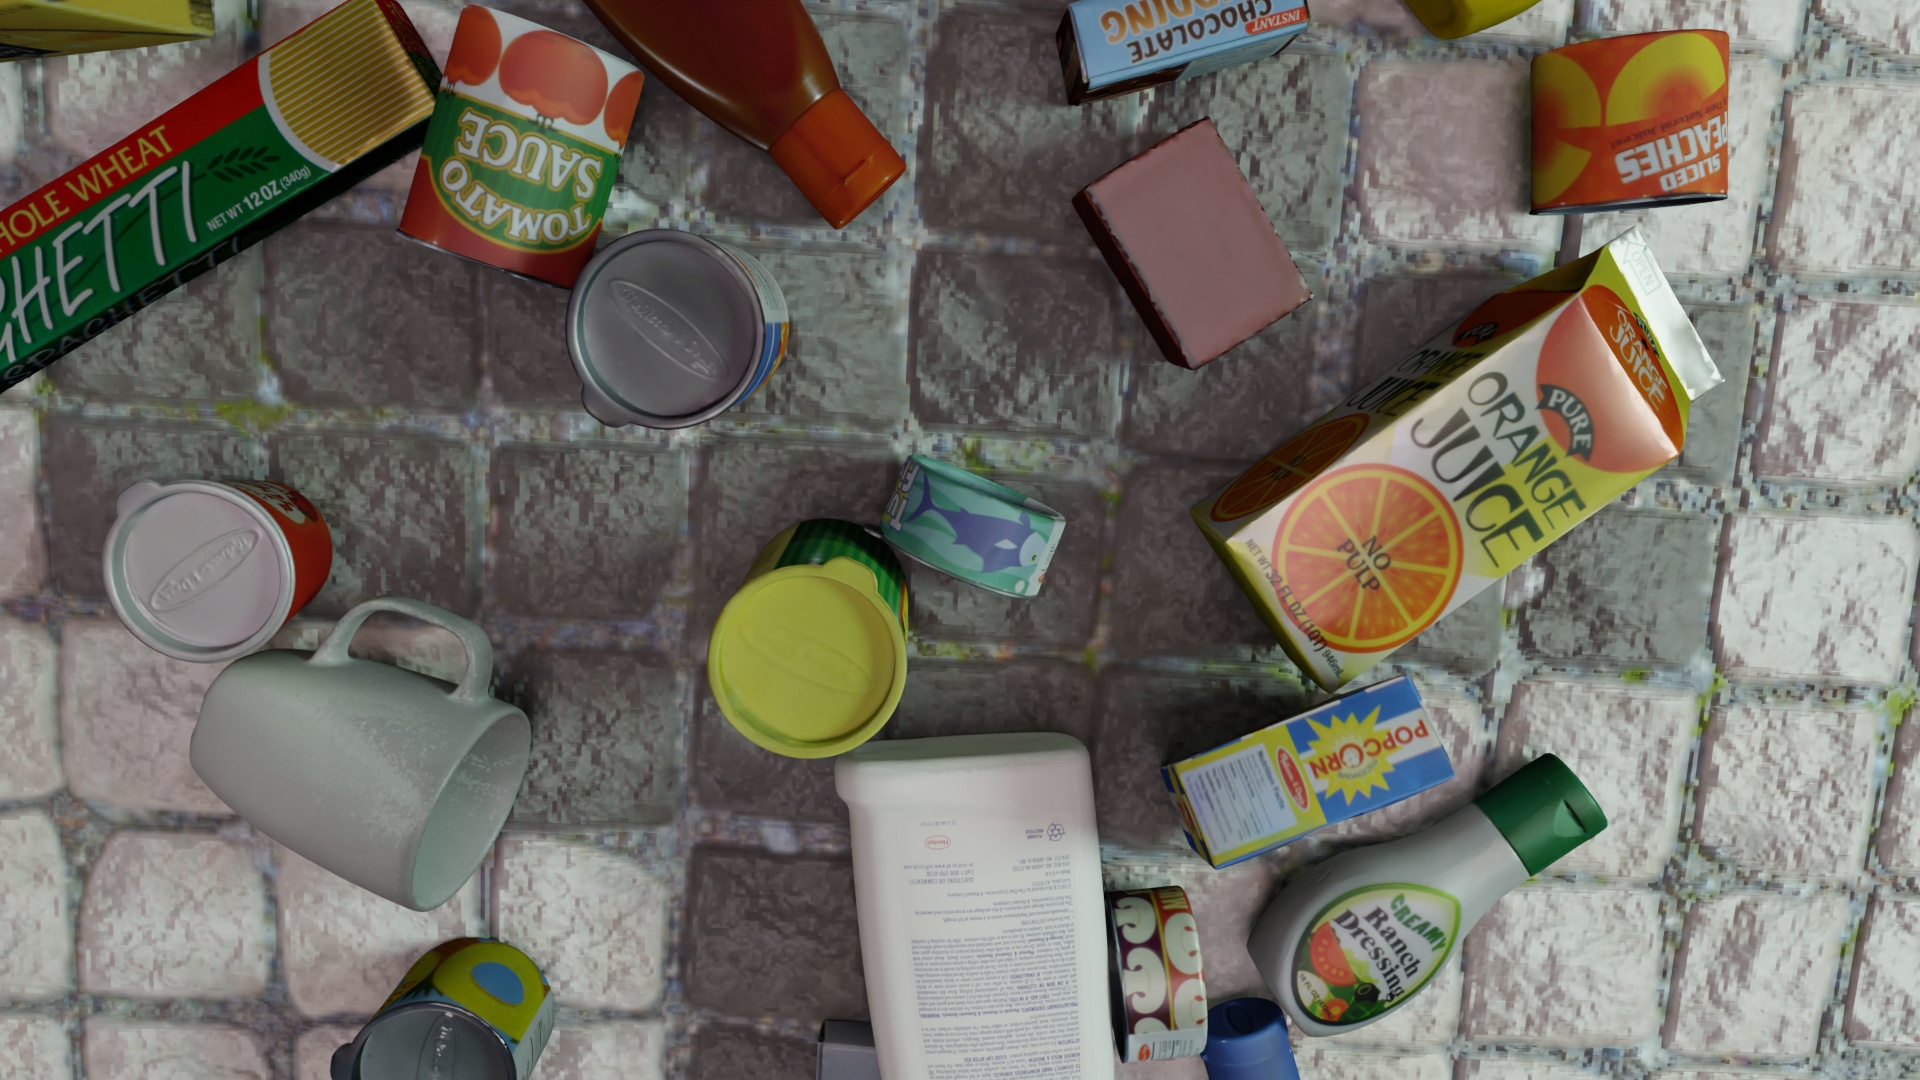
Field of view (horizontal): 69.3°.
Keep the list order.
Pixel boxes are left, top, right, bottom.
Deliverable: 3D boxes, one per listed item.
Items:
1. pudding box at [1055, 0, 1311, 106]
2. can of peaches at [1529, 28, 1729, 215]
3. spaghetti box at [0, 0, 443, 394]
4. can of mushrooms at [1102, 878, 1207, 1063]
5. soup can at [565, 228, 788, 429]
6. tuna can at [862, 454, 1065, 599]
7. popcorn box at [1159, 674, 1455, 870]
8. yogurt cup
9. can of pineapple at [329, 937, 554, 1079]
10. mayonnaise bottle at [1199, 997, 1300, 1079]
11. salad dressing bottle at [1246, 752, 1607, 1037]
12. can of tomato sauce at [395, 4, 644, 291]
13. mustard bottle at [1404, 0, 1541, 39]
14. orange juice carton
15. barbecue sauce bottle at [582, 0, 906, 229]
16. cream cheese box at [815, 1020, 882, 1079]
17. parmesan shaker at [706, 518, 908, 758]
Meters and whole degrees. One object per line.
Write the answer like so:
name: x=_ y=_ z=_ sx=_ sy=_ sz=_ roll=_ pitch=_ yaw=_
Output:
pudding box: x=0.079 y=-0.185 z=0.504 sx=0.084 sy=0.050 sz=0.030 roll=-15 pitch=98 yaw=1
can of peaches: x=0.243 y=-0.150 z=0.504 sx=0.071 sy=0.071 sz=0.058 roll=-4 pitch=99 yaw=-1
spaghetti box: x=-0.306 y=-0.117 z=0.516 sx=0.250 sy=0.029 sz=0.050 roll=-29 pitch=98 yaw=3
can of mushrooms: x=0.076 y=0.170 z=0.555 sx=0.033 sy=0.071 sz=0.071 roll=-5 pitch=100 yaw=0
soup can: x=-0.100 y=-0.075 z=0.500 sx=0.071 sy=0.084 sz=0.071 roll=0 pitch=99 yaw=-1
tuna can: x=0.002 y=-0.007 z=0.523 sx=0.071 sy=0.071 sz=0.032 roll=22 pitch=97 yaw=-5
popcorn box: x=0.121 y=0.085 z=0.510 sx=0.085 sy=0.126 sz=0.038 roll=-21 pitch=79 yaw=2
yogurt cup: x=-0.275 y=0.007 z=0.524 sx=0.072 sy=0.054 sz=0.072 roll=0 pitch=100 yaw=-1
can of pineapple: x=-0.204 y=0.200 z=0.555 sx=0.071 sy=0.058 sz=0.071 roll=0 pitch=99 yaw=-1
mayonnaise bottle: x=0.134 y=0.266 z=0.575 sx=0.041 sy=0.065 sz=0.148 roll=-15 pitch=96 yaw=-2
salad dressing bottle: x=0.189 y=0.142 z=0.563 sx=0.147 sy=0.044 sz=0.064 roll=-36 pitch=97 yaw=4
can of tomato sauce: x=-0.156 y=-0.138 z=0.496 sx=0.071 sy=0.071 sz=0.083 roll=19 pitch=98 yaw=-4
mustard bottle: x=0.228 y=-0.251 z=0.498 sx=0.160 sy=0.049 sz=0.065 roll=-39 pitch=100 yaw=5
orange juice carton: x=0.189 y=-0.032 z=0.520 sx=0.192 sy=0.073 sz=0.071 roll=-35 pitch=98 yaw=4
barbecue sauce bottle: x=-0.081 y=-0.181 z=0.504 sx=0.065 sy=0.044 sz=0.148 roll=-42 pitch=99 yaw=0
cream cheese box: x=-0.009 y=0.234 z=0.583 sx=0.104 sy=0.024 sz=0.053 roll=5 pitch=97 yaw=-2
parmesan shaker: x=-0.050 y=0.029 z=0.509 sx=0.071 sy=0.103 sz=0.071 roll=0 pitch=100 yaw=-1
